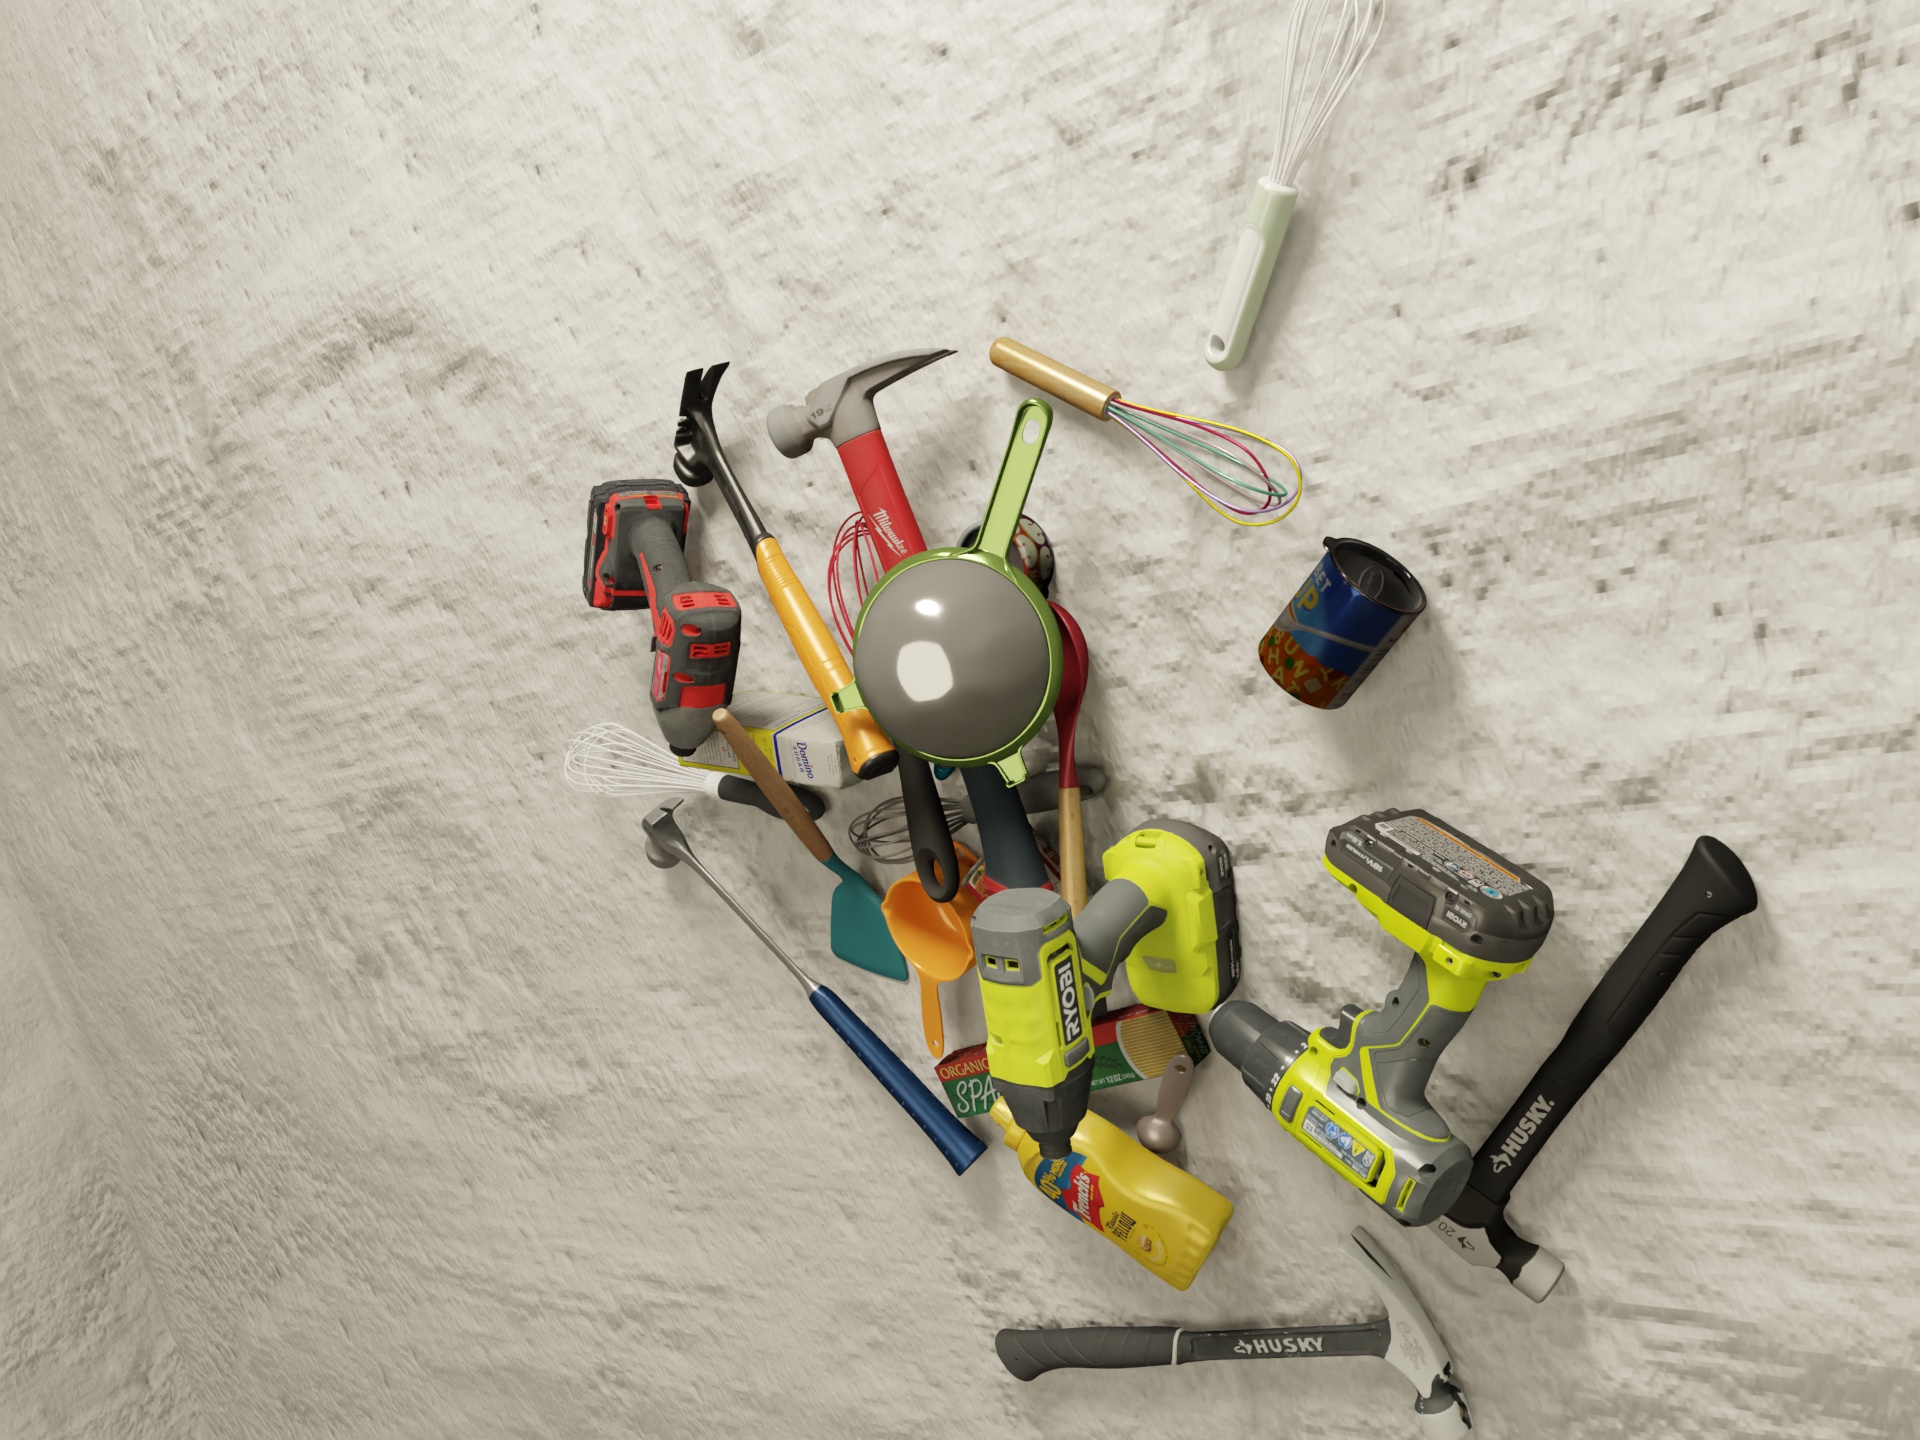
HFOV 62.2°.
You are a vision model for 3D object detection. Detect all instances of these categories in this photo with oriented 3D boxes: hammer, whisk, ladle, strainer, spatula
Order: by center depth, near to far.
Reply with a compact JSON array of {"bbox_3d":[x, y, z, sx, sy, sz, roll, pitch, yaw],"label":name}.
[{"bbox_3d":[0.185,-0.315,0.913,0.058,0.059,0.246,42,133,33],"label":"whisk"},{"bbox_3d":[0.370,0.203,0.966,0.146,0.035,0.334,36,125,22],"label":"hammer"},{"bbox_3d":[0.112,-0.189,1.020,0.245,0.051,0.047,33,130,28],"label":"whisk"},{"bbox_3d":[0.004,-0.085,1.033,0.151,0.069,0.256,23,108,15],"label":"strainer"},{"bbox_3d":[-0.004,-0.060,1.099,0.143,0.038,0.386,-20,92,23],"label":"hammer"},{"bbox_3d":[0.076,0.073,1.105,0.069,0.031,0.315,177,90,-68],"label":"ladle"},{"bbox_3d":[-0.044,-0.010,1.171,0.073,0.073,0.296,-13,90,40],"label":"whisk"},{"bbox_3d":[-0.130,-0.106,1.176,0.337,0.034,0.127,61,154,20],"label":"hammer"},{"bbox_3d":[0.010,0.069,1.194,0.239,0.055,0.055,-16,96,36],"label":"whisk"},{"bbox_3d":[0.179,0.474,1.216,0.409,0.036,0.149,-22,91,41],"label":"hammer"},{"bbox_3d":[-0.121,0.099,1.237,0.082,0.044,0.317,14,150,34],"label":"spatula"},{"bbox_3d":[-0.129,0.220,1.338,0.406,0.035,0.144,45,159,12],"label":"hammer"},{"bbox_3d":[-0.233,0.049,1.374,0.285,0.070,0.070,11,113,30],"label":"whisk"}]

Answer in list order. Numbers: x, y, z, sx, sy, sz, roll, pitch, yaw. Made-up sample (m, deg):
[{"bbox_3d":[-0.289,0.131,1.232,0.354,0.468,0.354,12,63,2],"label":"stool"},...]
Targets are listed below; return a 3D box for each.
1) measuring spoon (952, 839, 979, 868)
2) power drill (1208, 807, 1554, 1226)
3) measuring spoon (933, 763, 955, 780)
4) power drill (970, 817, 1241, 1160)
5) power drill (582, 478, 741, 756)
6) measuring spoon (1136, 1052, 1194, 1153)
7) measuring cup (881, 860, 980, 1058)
[{"bbox_3d":[0.032,0.128,1.222,0.117,0.011,0.021,41,139,23],"label":"measuring spoon"},{"bbox_3d":[0.255,0.174,0.997,0.191,0.080,0.228,37,122,40],"label":"power drill"},{"bbox_3d":[-0.002,-0.004,1.189,0.042,0.021,0.128,36,124,23],"label":"measuring spoon"},{"bbox_3d":[0.096,0.168,1.042,0.080,0.223,0.171,2,108,38],"label":"power drill"},{"bbox_3d":[-0.230,-0.082,1.239,0.220,0.078,0.143,58,144,43],"label":"power drill"},{"bbox_3d":[0.150,0.281,1.153,0.034,0.018,0.124,19,137,12],"label":"measuring spoon"},{"bbox_3d":[-0.008,0.187,1.249,0.095,0.052,0.173,22,128,36],"label":"measuring cup"}]
